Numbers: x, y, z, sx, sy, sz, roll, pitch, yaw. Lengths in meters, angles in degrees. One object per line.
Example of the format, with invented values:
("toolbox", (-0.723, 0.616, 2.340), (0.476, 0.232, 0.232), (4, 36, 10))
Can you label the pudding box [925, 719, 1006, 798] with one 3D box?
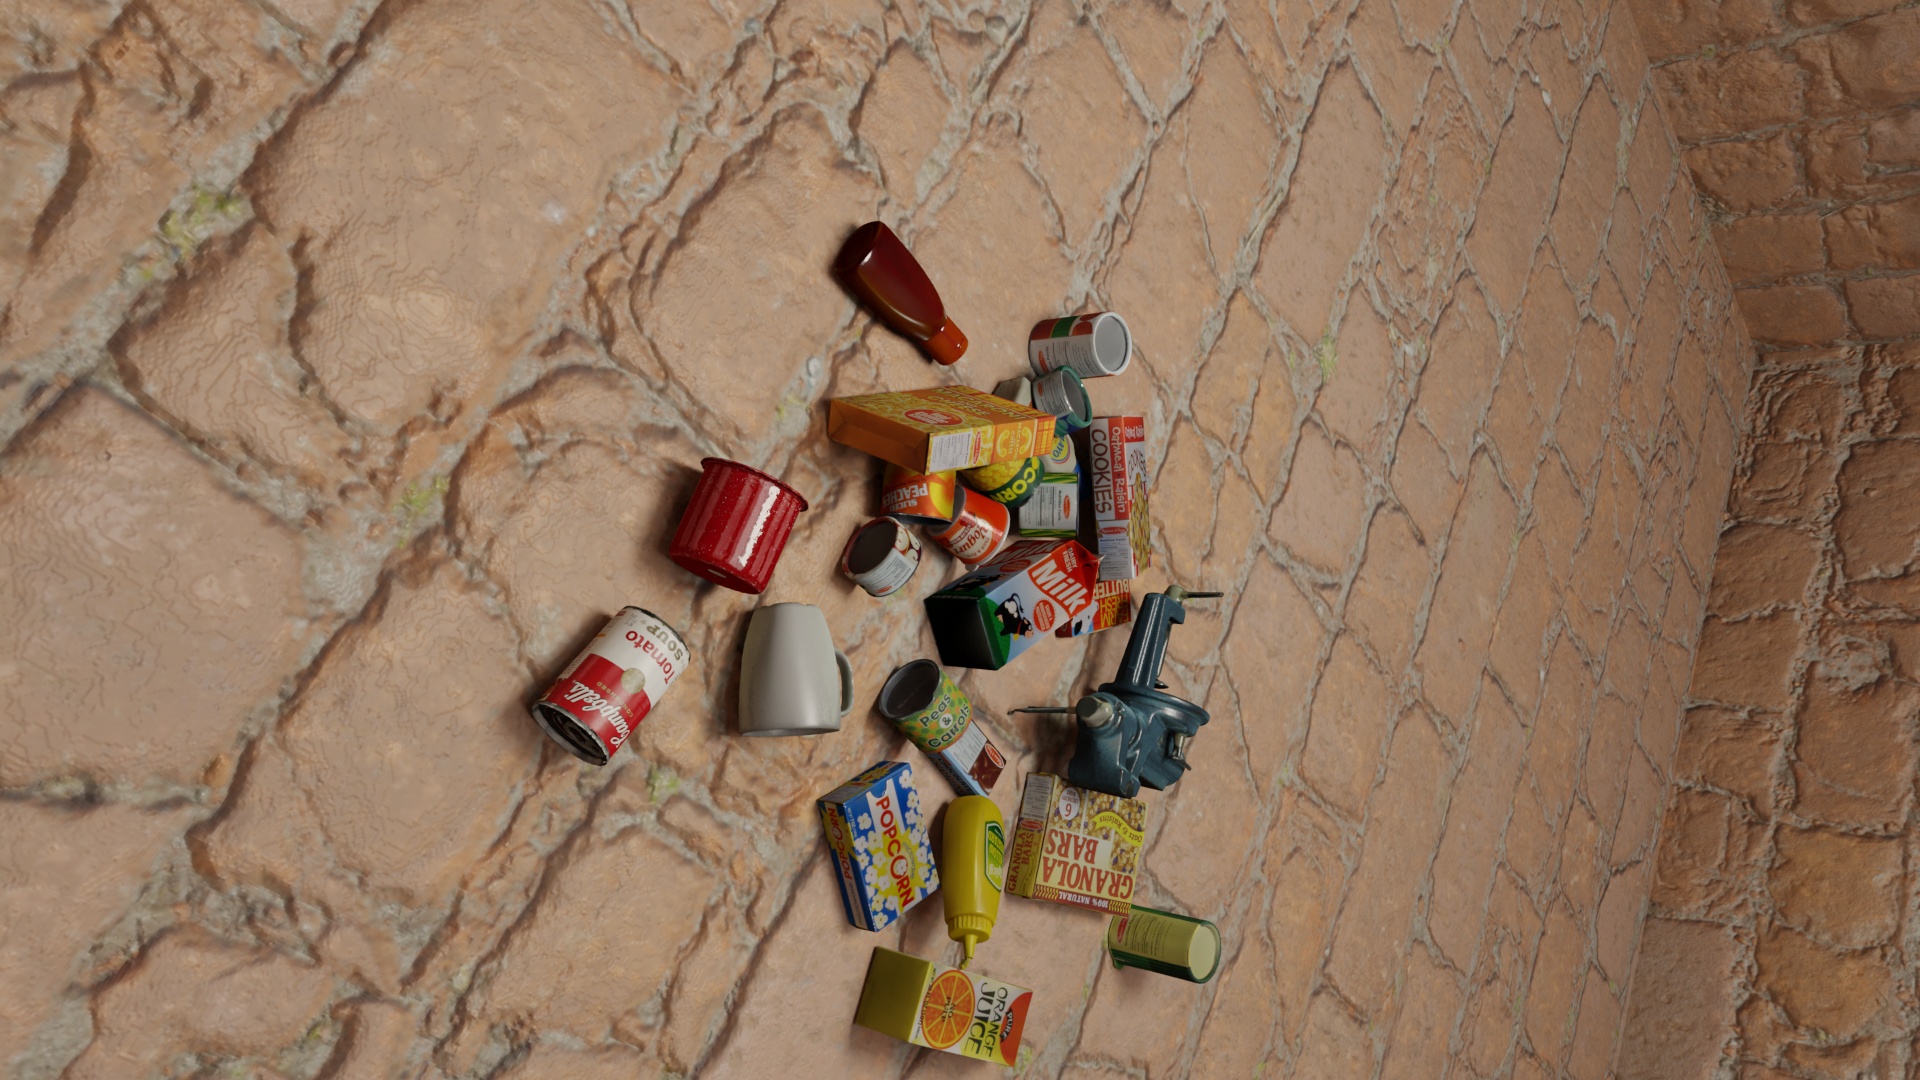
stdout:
("pudding box", (0.004, 0.205, 1.322), (0.083, 0.030, 0.050), (53, 53, -32))

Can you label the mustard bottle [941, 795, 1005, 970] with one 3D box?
("mustard bottle", (0.011, 0.317, 1.277), (0.065, 0.049, 0.161), (53, 31, -45))

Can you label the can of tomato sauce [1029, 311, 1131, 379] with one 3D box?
("can of tomato sauce", (0.123, -0.198, 1.415), (0.071, 0.083, 0.071), (1, 89, -46))

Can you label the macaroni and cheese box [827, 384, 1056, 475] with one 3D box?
("macaroni and cheese box", (-0.015, -0.101, 1.239), (0.167, 0.124, 0.040), (-12, 117, -46))

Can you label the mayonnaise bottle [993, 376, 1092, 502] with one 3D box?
("mayonnaise bottle", (0.084, -0.096, 1.401), (0.147, 0.041, 0.065), (47, 50, -35))

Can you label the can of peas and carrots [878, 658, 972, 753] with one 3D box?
("can of peas and carrots", (-0.030, 0.151, 1.258), (0.058, 0.071, 0.071), (51, 56, -34))

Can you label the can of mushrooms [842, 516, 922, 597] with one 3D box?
("can of mushrooms", (-0.070, 0.013, 1.225), (0.033, 0.071, 0.071), (42, 61, -36))

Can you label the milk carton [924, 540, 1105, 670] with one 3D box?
("milk carton", (0.061, 0.052, 1.353), (0.191, 0.072, 0.073), (-31, 111, -42))

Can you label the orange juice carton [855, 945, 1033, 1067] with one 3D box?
("orange juice carton", (0.000, 0.435, 1.282), (0.192, 0.073, 0.072), (32, 67, -42))

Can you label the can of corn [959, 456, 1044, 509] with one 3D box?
("can of corn", (0.039, -0.071, 1.334), (0.058, 0.071, 0.071), (46, 58, -34))

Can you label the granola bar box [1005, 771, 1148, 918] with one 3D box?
("granola bar box", (0.124, 0.317, 1.438), (0.165, 0.039, 0.124), (24, 72, -43))

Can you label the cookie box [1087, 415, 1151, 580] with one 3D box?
("cookie box", (0.168, -0.048, 1.456), (0.123, 0.040, 0.167), (-15, 101, -73))

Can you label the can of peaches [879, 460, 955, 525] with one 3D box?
("can of peaches", (-0.039, -0.047, 1.254), (0.071, 0.071, 0.058), (12, 81, -45))

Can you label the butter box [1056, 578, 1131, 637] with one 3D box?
("butter box", (0.141, 0.069, 1.470), (0.104, 0.024, 0.053), (-10, 97, -45))

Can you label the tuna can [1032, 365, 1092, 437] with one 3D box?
("tuna can", (0.103, -0.138, 1.381), (0.071, 0.032, 0.071), (42, 36, -42))

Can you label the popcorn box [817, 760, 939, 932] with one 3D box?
("popcorn box", (-0.071, 0.271, 1.236), (0.085, 0.038, 0.126), (-25, 107, -42))

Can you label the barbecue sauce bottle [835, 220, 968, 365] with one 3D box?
("barbecue sauce bottle", (-0.048, -0.219, 1.266), (0.148, 0.043, 0.065), (44, 60, -37))

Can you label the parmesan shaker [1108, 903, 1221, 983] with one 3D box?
("parmesan shaker", (0.219, 0.434, 1.488), (0.071, 0.103, 0.071), (0, 90, -46))

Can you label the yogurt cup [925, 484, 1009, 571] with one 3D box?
("yogurt cup", (0.005, -0.016, 1.304), (0.054, 0.072, 0.072), (32, 67, -33))

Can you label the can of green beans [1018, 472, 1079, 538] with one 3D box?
("can of green beans", (0.088, -0.035, 1.375), (0.071, 0.058, 0.071), (-3, 94, -85))
